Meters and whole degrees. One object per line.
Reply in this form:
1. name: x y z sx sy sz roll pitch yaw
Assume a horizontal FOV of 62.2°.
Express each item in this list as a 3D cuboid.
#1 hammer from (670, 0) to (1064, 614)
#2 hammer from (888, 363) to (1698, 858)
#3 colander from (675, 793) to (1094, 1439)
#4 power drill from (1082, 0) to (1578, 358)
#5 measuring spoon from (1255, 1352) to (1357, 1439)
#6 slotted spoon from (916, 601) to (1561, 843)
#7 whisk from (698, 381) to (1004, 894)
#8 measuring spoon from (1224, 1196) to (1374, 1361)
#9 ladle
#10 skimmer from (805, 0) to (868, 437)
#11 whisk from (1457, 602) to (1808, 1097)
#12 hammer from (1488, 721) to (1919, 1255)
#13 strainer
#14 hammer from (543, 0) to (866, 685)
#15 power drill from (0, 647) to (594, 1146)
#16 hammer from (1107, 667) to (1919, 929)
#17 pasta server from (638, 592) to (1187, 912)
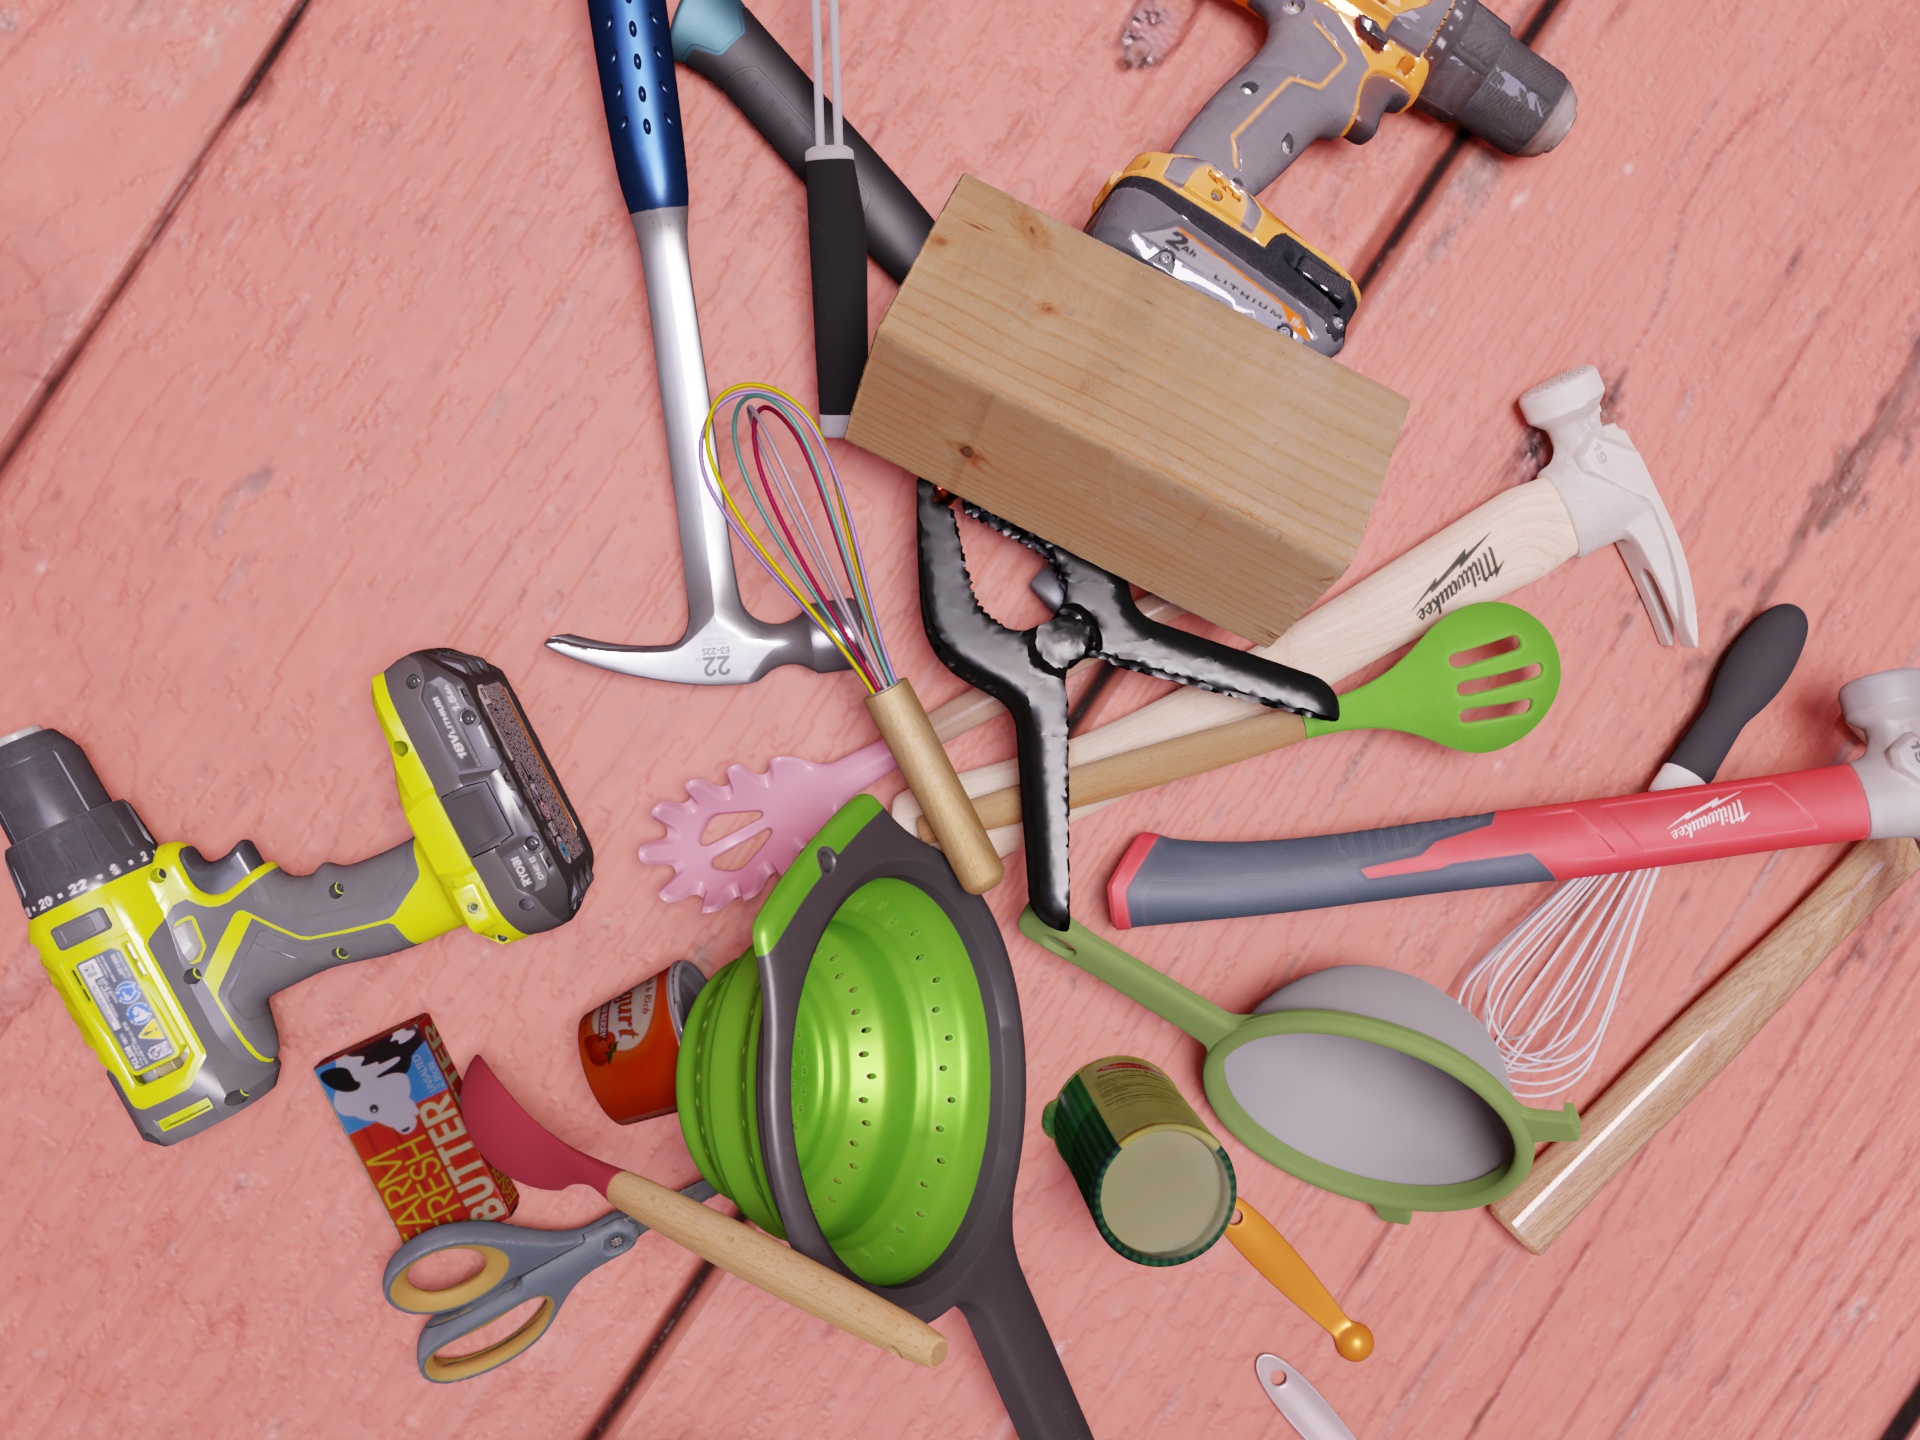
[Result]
1. hammer: -0.014 -0.207 0.736 0.128 0.033 0.331 -43 96 -1
2. hammer: 0.153 -0.012 0.762 0.410 0.038 0.146 -28 97 -3
3. colander: -0.030 0.227 0.727 0.094 0.204 0.396 -8 115 29
4. power drill: 0.167 -0.252 0.715 0.185 0.084 0.226 29 76 -8
5. measuring spoon: 0.191 0.365 0.803 0.034 0.018 0.124 -41 89 -2
6. slotted spoon: 0.132 0.011 0.732 0.313 0.031 0.070 -15 97 -3
7. whisk: -0.039 -0.035 0.691 0.051 0.047 0.245 -21 100 37
8. measuring spoon: 0.166 0.278 0.793 0.021 0.011 0.117 -43 96 -1
9. ladle: -0.119 0.195 0.636 0.031 0.315 0.069 -40 122 -35
10. skimmer: -0.079 -0.298 0.654 0.090 0.127 0.363 -18 112 -45
11. whisk: 0.332 0.060 0.777 0.070 0.070 0.284 36 85 -6
12. hammer: 0.394 0.142 0.796 0.331 0.031 0.130 -45 96 -1
13. strainer: 0.149 0.136 0.746 0.256 0.151 0.069 30 52 -1
14. hammer: -0.138 -0.213 0.702 0.144 0.035 0.405 -7 101 -4
15. power drill: -0.300 0.057 0.705 0.228 0.080 0.190 -25 96 -1
16. hammer: 0.262 0.073 0.734 0.386 0.038 0.143 -8 72 6
17. pasta server: -0.001 -0.002 0.736 0.316 0.040 0.060 -28 85 1
